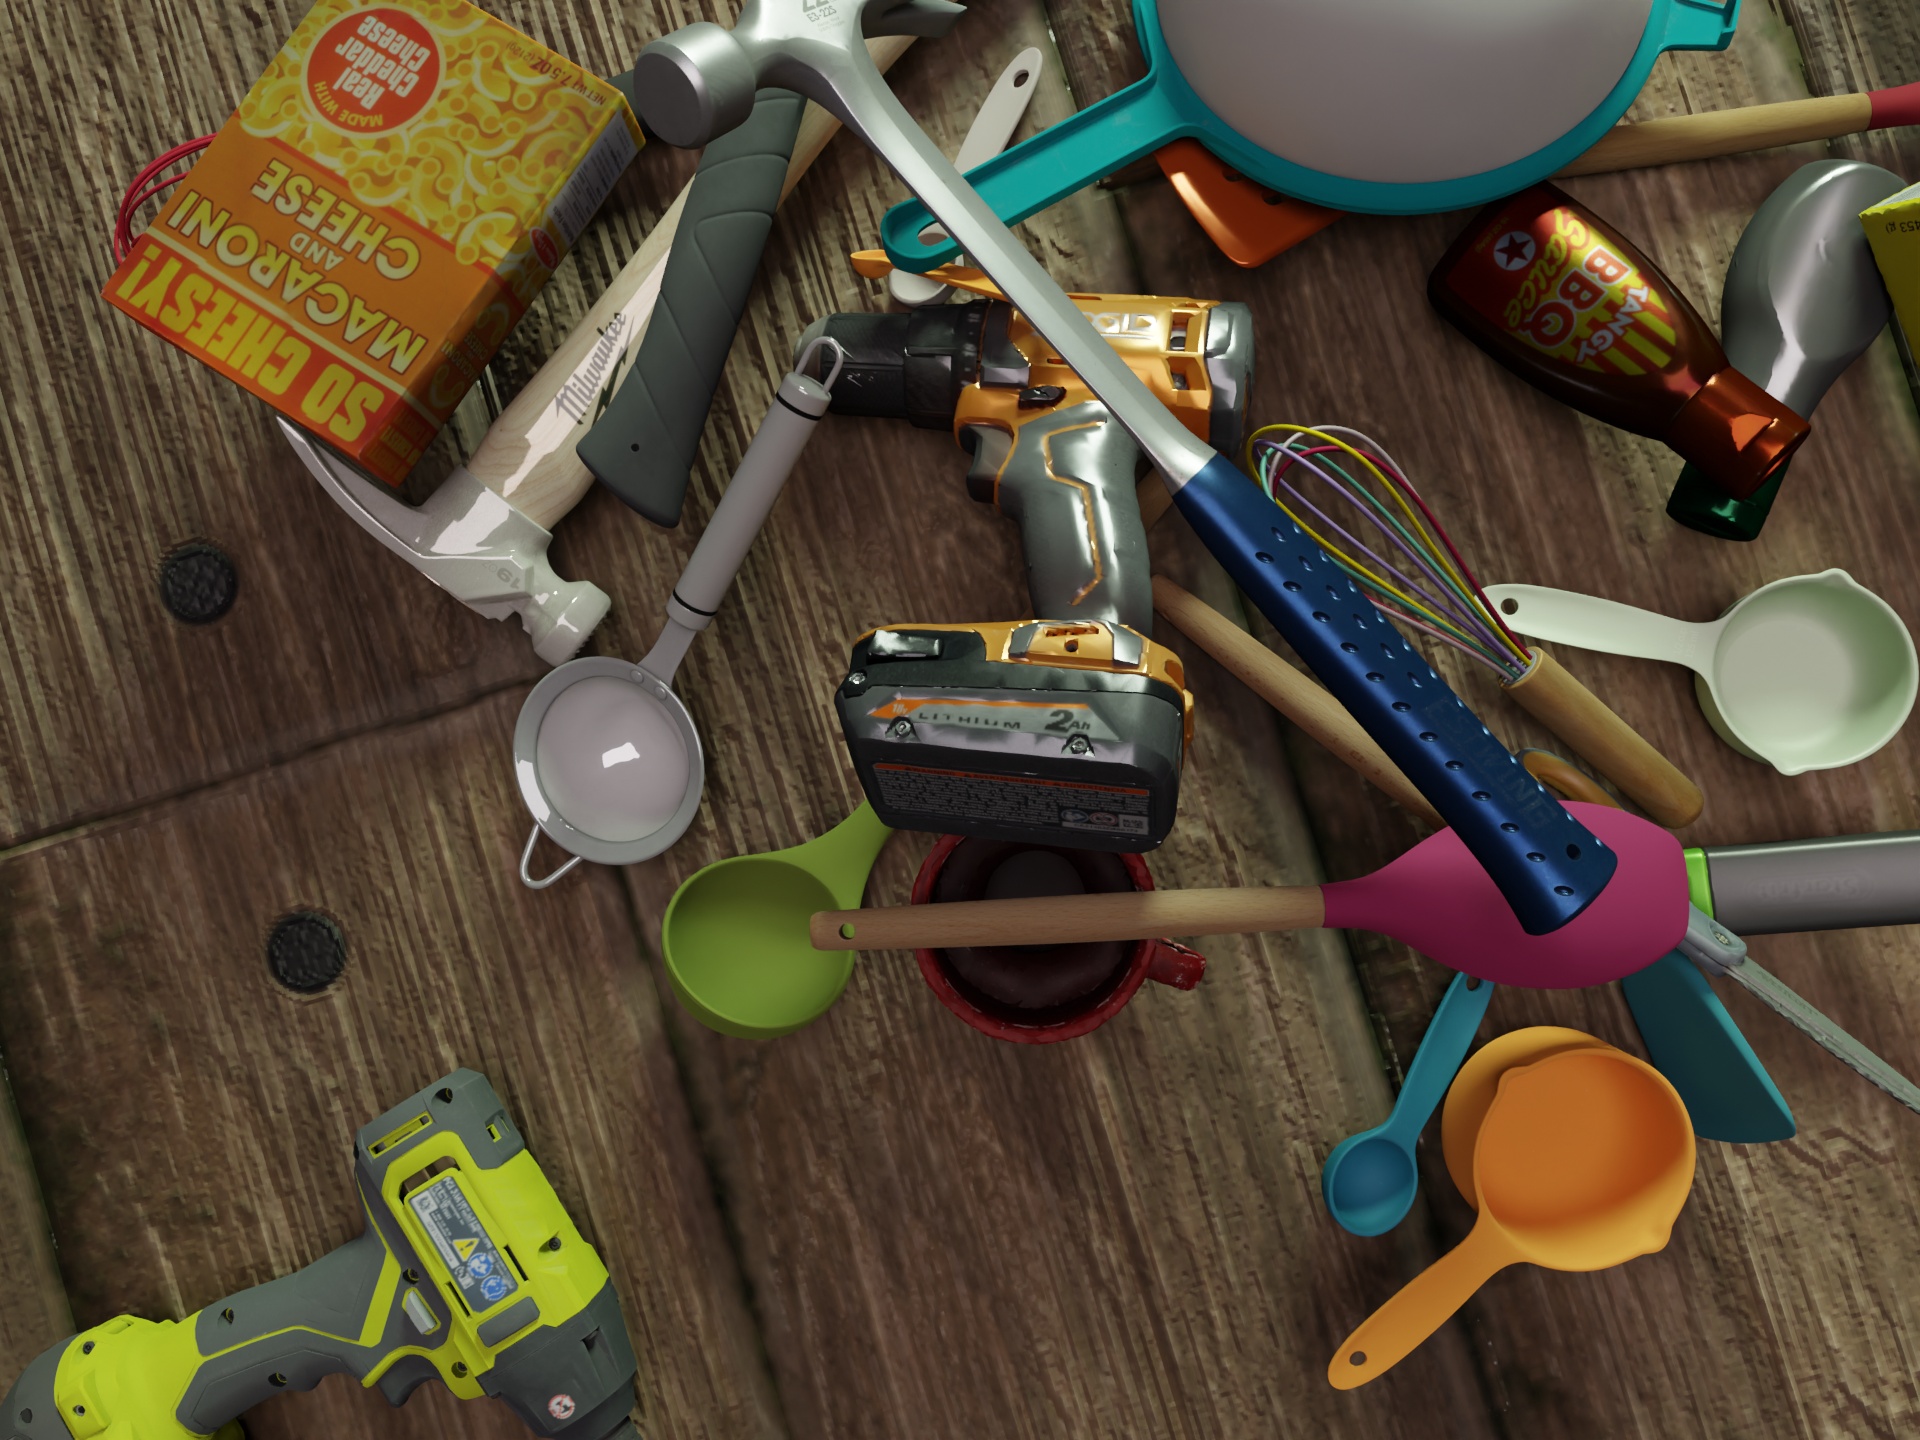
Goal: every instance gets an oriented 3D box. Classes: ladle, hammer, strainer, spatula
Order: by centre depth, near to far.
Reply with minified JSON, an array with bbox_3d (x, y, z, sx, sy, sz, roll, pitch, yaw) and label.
[{"bbox_3d":[0.076,-0.095,0.539,0.405,0.035,0.144,48,55,-1],"label":"hammer"},{"bbox_3d":[0.116,-0.275,0.593,0.340,0.095,0.211,-30,74,-5],"label":"strainer"},{"bbox_3d":[-0.058,-0.269,0.607,0.149,0.036,0.409,17,85,1],"label":"hammer"},{"bbox_3d":[-0.108,-0.037,0.629,0.087,0.050,0.258,36,113,8],"label":"strainer"},{"bbox_3d":[0.194,0.048,0.638,0.317,0.082,0.044,39,78,8],"label":"spatula"},{"bbox_3d":[0.229,-0.282,0.645,0.322,0.041,0.081,-30,75,1],"label":"spatula"},{"bbox_3d":[-0.001,-0.002,0.647,0.078,0.062,0.320,41,89,9],"label":"ladle"},{"bbox_3d":[-0.096,-0.224,0.647,0.146,0.038,0.410,38,90,-16],"label":"hammer"},{"bbox_3d":[0.340,-0.244,0.647,0.315,0.031,0.069,-7,88,5],"label":"ladle"}]

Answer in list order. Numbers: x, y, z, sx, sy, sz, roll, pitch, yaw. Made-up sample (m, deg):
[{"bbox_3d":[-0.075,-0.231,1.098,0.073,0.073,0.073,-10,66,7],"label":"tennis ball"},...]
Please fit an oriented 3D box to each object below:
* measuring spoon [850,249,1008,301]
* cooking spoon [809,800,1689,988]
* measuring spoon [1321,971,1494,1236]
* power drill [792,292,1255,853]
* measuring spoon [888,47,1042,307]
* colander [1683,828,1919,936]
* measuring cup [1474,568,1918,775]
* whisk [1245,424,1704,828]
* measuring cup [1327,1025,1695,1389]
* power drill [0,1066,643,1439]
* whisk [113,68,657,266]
[{"bbox_3d":[-0.003,-0.172,0.629,0.117,0.021,0.011,27,129,41],"label":"measuring spoon"},{"bbox_3d":[0.105,0.069,0.576,0.319,0.017,0.069,-3,88,1],"label":"cooking spoon"},{"bbox_3d":[0.185,0.150,0.656,0.042,0.021,0.128,33,82,-19],"label":"measuring spoon"},{"bbox_3d":[0.011,-0.072,0.602,0.185,0.084,0.226,5,61,10],"label":"power drill"},{"bbox_3d":[0.008,-0.226,0.670,0.034,0.018,0.124,22,84,34],"label":"measuring spoon"},{"bbox_3d":[0.464,0.049,0.614,0.397,0.094,0.204,-7,89,21],"label":"colander"},{"bbox_3d":[0.291,-0.029,0.644,0.167,0.038,0.083,14,89,12],"label":"measuring cup"},{"bbox_3d":[0.203,-0.033,0.614,0.245,0.051,0.047,37,128,-14],"label":"whisk"},{"bbox_3d":[0.205,0.194,0.630,0.173,0.052,0.095,-43,96,2],"label":"measuring cup"},{"bbox_3d":[-0.252,0.272,0.647,0.223,0.080,0.171,-32,87,-1],"label":"power drill"},{"bbox_3d":[-0.207,-0.236,0.662,0.296,0.073,0.073,-18,88,-4],"label":"whisk"}]
